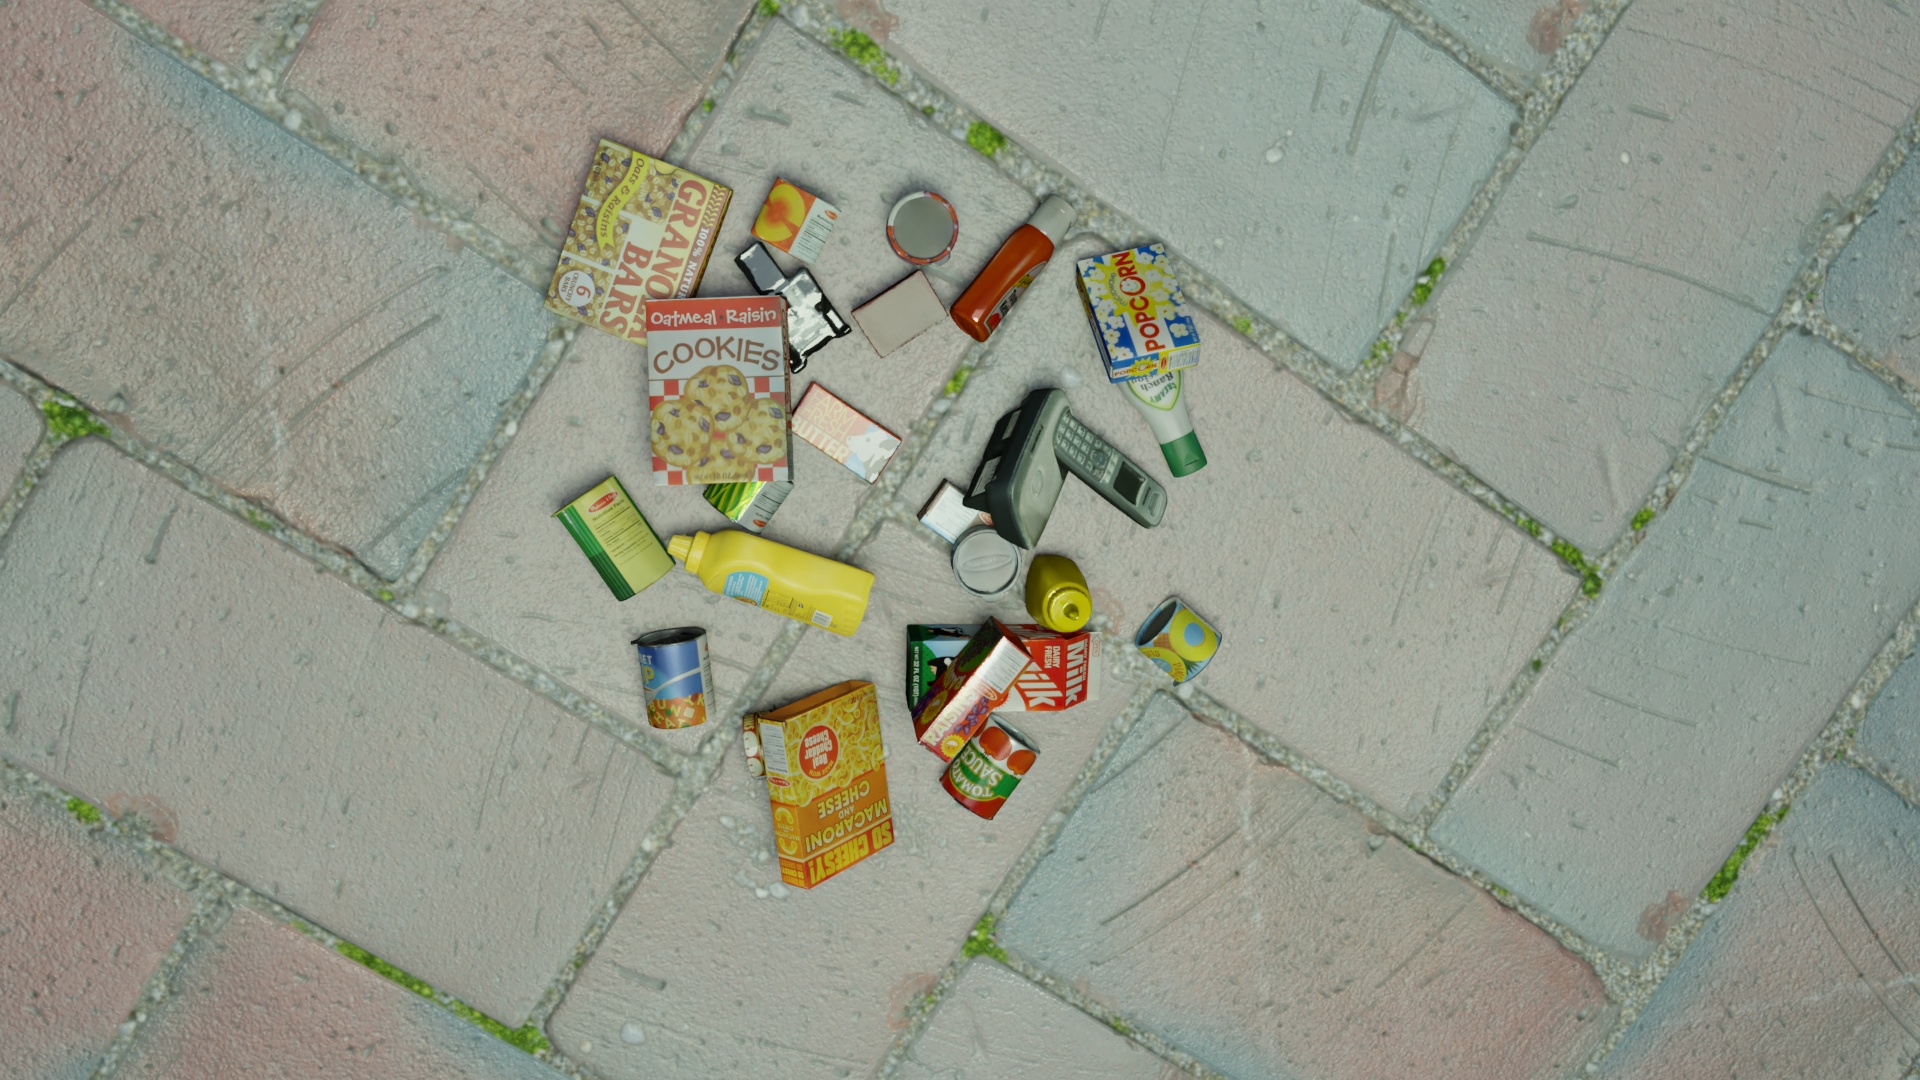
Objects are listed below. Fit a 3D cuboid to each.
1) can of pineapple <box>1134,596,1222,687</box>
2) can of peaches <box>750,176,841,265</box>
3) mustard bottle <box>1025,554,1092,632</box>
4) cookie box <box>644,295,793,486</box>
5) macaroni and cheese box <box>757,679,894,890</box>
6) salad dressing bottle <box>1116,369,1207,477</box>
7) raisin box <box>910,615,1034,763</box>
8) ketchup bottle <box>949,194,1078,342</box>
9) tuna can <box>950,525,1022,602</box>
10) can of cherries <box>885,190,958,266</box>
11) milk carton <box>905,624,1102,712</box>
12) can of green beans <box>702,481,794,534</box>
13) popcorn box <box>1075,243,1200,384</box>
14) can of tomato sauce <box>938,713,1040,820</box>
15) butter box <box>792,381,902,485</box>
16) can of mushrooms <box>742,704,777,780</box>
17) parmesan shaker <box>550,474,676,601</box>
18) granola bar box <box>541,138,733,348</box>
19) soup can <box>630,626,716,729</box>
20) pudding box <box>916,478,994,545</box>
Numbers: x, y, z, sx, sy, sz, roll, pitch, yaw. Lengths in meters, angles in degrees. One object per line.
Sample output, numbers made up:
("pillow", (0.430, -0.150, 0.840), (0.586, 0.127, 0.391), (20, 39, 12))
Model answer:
("can of pineapple", (0.213, 0.099, 1.369), (0.058, 0.071, 0.071), (39, 94, -9))
("can of peaches", (-0.153, -0.293, 1.274), (0.071, 0.071, 0.058), (26, 97, -9))
("mustard bottle", (0.094, 0.056, 1.304), (0.049, 0.160, 0.065), (7, 100, -8))
("cookie box", (-0.216, -0.135, 1.251), (0.123, 0.040, 0.167), (-2, 93, 1))
("macaroni and cheese box", (-0.127, 0.232, 1.338), (0.124, 0.040, 0.166), (-18, 105, -47))
("salad dressing bottle", (0.194, -0.134, 1.341), (0.064, 0.044, 0.147), (-26, 101, -3))
("raisin box", (0.009, 0.135, 1.270), (0.040, 0.086, 0.123), (38, 93, -12))
("ketchup bottle", (0.051, -0.257, 1.302), (0.043, 0.064, 0.149), (38, 85, 9))
("tuna can", (0.024, 0.022, 1.325), (0.071, 0.033, 0.071), (-1, 100, -5))
("can of cherries", (-0.034, -0.287, 1.288), (0.071, 0.058, 0.071), (-1, 99, -5))
("milk carton", (0.043, 0.123, 1.354), (0.191, 0.073, 0.072), (1, 99, -6))
("can of green beans", (-0.199, -0.048, 1.308), (0.071, 0.071, 0.058), (35, 94, -10))
("popcorn box", (0.164, -0.212, 1.293), (0.085, 0.038, 0.127), (-13, 60, -3))
("can of tomato sauce", (0.029, 0.223, 1.371), (0.071, 0.071, 0.083), (36, 94, -10))
("butter box", (-0.112, -0.103, 1.328), (0.103, 0.024, 0.053), (34, 96, -9))
("can of mushrooms", (-0.190, 0.196, 1.348), (0.033, 0.071, 0.071), (-9, 100, -2))
("parmesan shaker", (-0.325, 0.000, 1.303), (0.071, 0.071, 0.103), (-33, 101, 1))
("granola bar box", (-0.296, -0.268, 1.277), (0.124, 0.039, 0.165), (20, 97, -8))
("soup can", (-0.274, 0.131, 1.330), (0.071, 0.071, 0.083), (-6, 100, -4))
("pudding box", (0.005, -0.017, 1.350), (0.083, 0.030, 0.049), (34, 94, -10))
